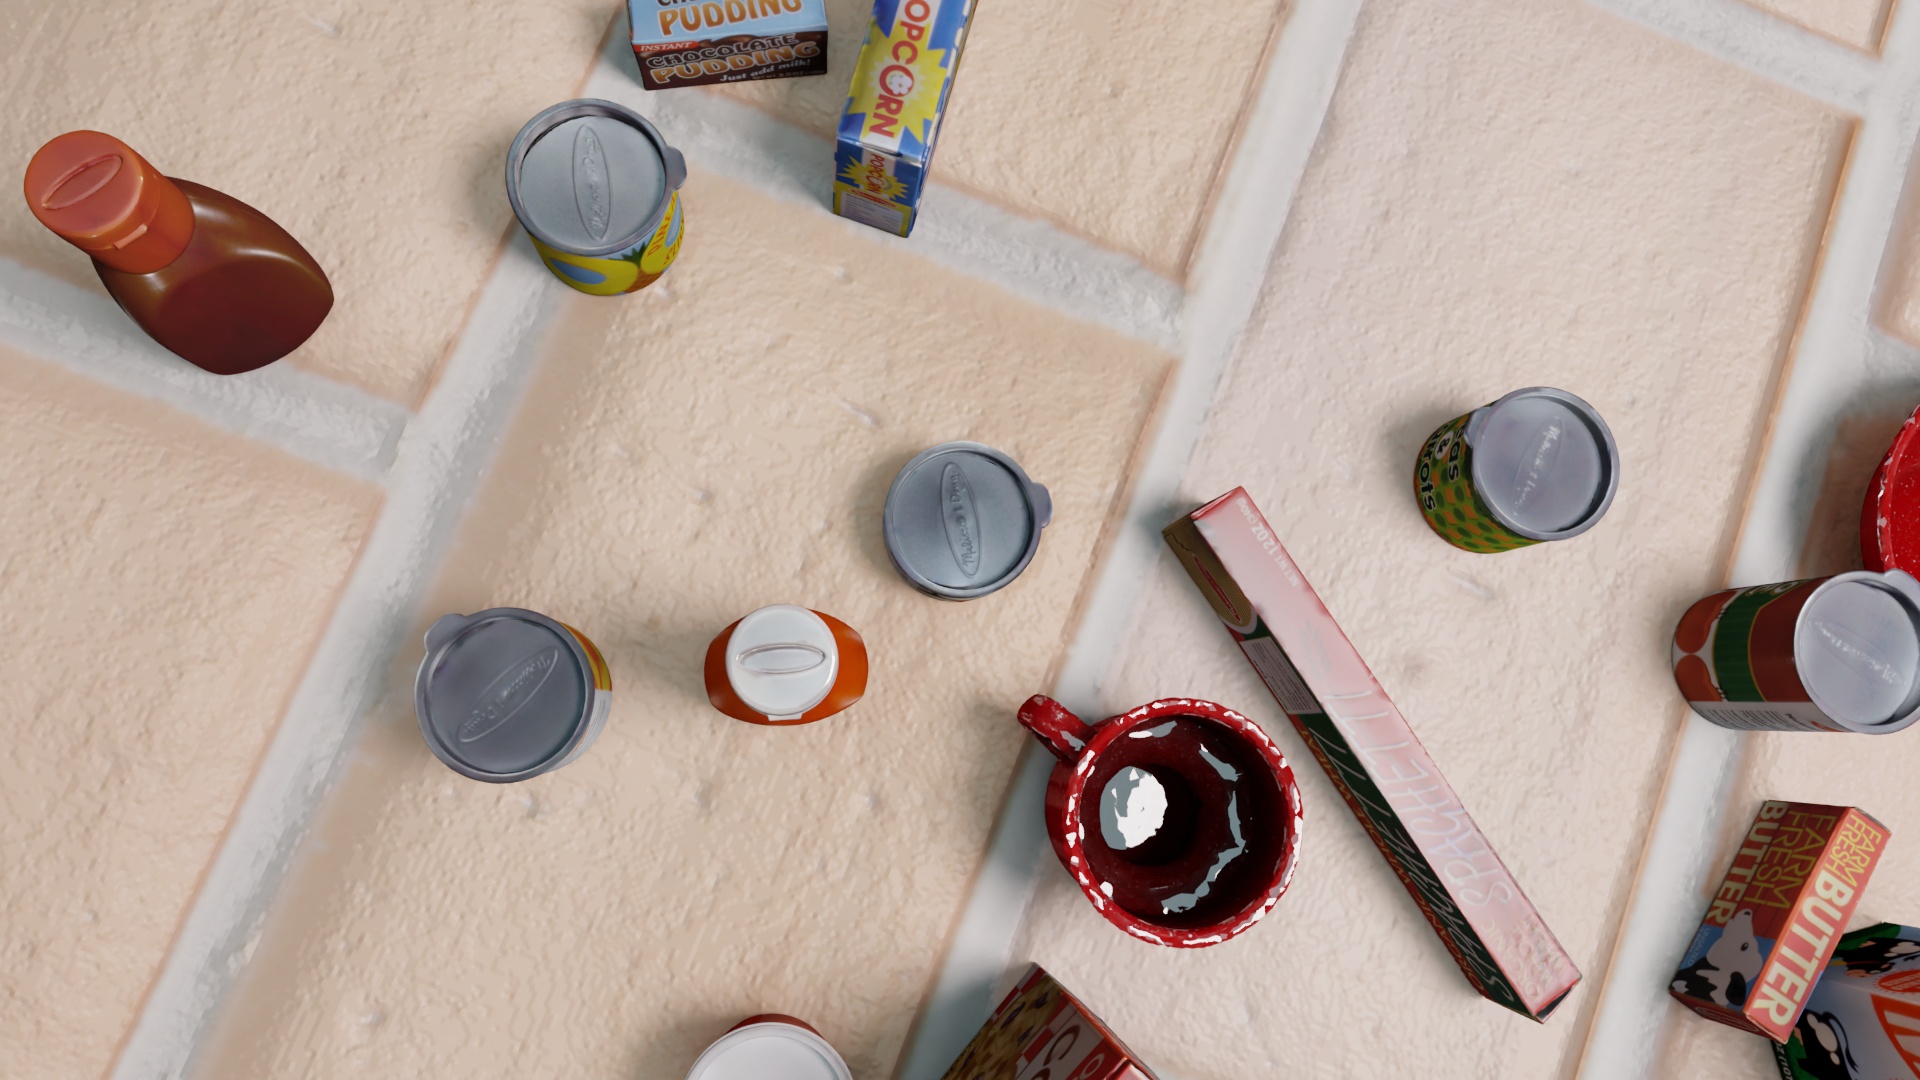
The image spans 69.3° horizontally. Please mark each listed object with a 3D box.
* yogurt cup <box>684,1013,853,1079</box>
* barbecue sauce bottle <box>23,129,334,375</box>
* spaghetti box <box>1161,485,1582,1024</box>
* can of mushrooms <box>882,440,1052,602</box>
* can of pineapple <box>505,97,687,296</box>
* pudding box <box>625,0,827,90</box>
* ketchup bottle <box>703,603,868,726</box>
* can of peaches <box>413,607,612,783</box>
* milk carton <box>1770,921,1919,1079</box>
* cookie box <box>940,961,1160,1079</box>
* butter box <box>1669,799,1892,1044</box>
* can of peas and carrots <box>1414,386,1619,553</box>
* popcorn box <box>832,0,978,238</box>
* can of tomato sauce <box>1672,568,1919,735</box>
[{"bbox_3d":[-0.075,0.218,0.542,0.072,0.054,0.072,1,82,-6],"label":"yogurt cup"},{"bbox_3d":[-0.286,-0.104,0.513,0.065,0.148,0.043,-37,88,-9],"label":"barbecue sauce bottle"},{"bbox_3d":[0.172,0.089,0.590,0.029,0.050,0.250,-34,87,-9],"label":"spaghetti box"},{"bbox_3d":[0.002,-0.007,0.591,0.071,0.033,0.071,1,82,-6],"label":"can of mushrooms"},{"bbox_3d":[-0.149,-0.141,0.580,0.071,0.058,0.071,1,83,-6],"label":"can of pineapple"},{"bbox_3d":[-0.099,-0.222,0.600,0.084,0.049,0.030,-8,84,-8],"label":"pudding box"},{"bbox_3d":[-0.065,0.048,0.518,0.065,0.148,0.043,-3,83,-7],"label":"ketchup bottle"},{"bbox_3d":[-0.176,0.059,0.549,0.071,0.058,0.071,1,83,-6],"label":"can of peaches"},{"bbox_3d":[0.404,0.201,0.530,0.073,0.190,0.072,-13,85,-8],"label":"milk carton"},{"bbox_3d":[0.014,0.223,0.494,0.040,0.167,0.123,41,80,0],"label":"cookie box"},{"bbox_3d":[0.352,0.161,0.599,0.024,0.053,0.103,34,80,-1],"label":"butter box"},{"bbox_3d":[0.240,-0.030,0.609,0.071,0.058,0.071,1,83,-6],"label":"can of peas and carrots"},{"bbox_3d":[-0.020,-0.205,0.589,0.038,0.085,0.127,16,81,-4],"label":"popcorn box"},{"bbox_3d":[0.363,0.048,0.600,0.071,0.083,0.071,1,83,-6],"label":"can of tomato sauce"}]
